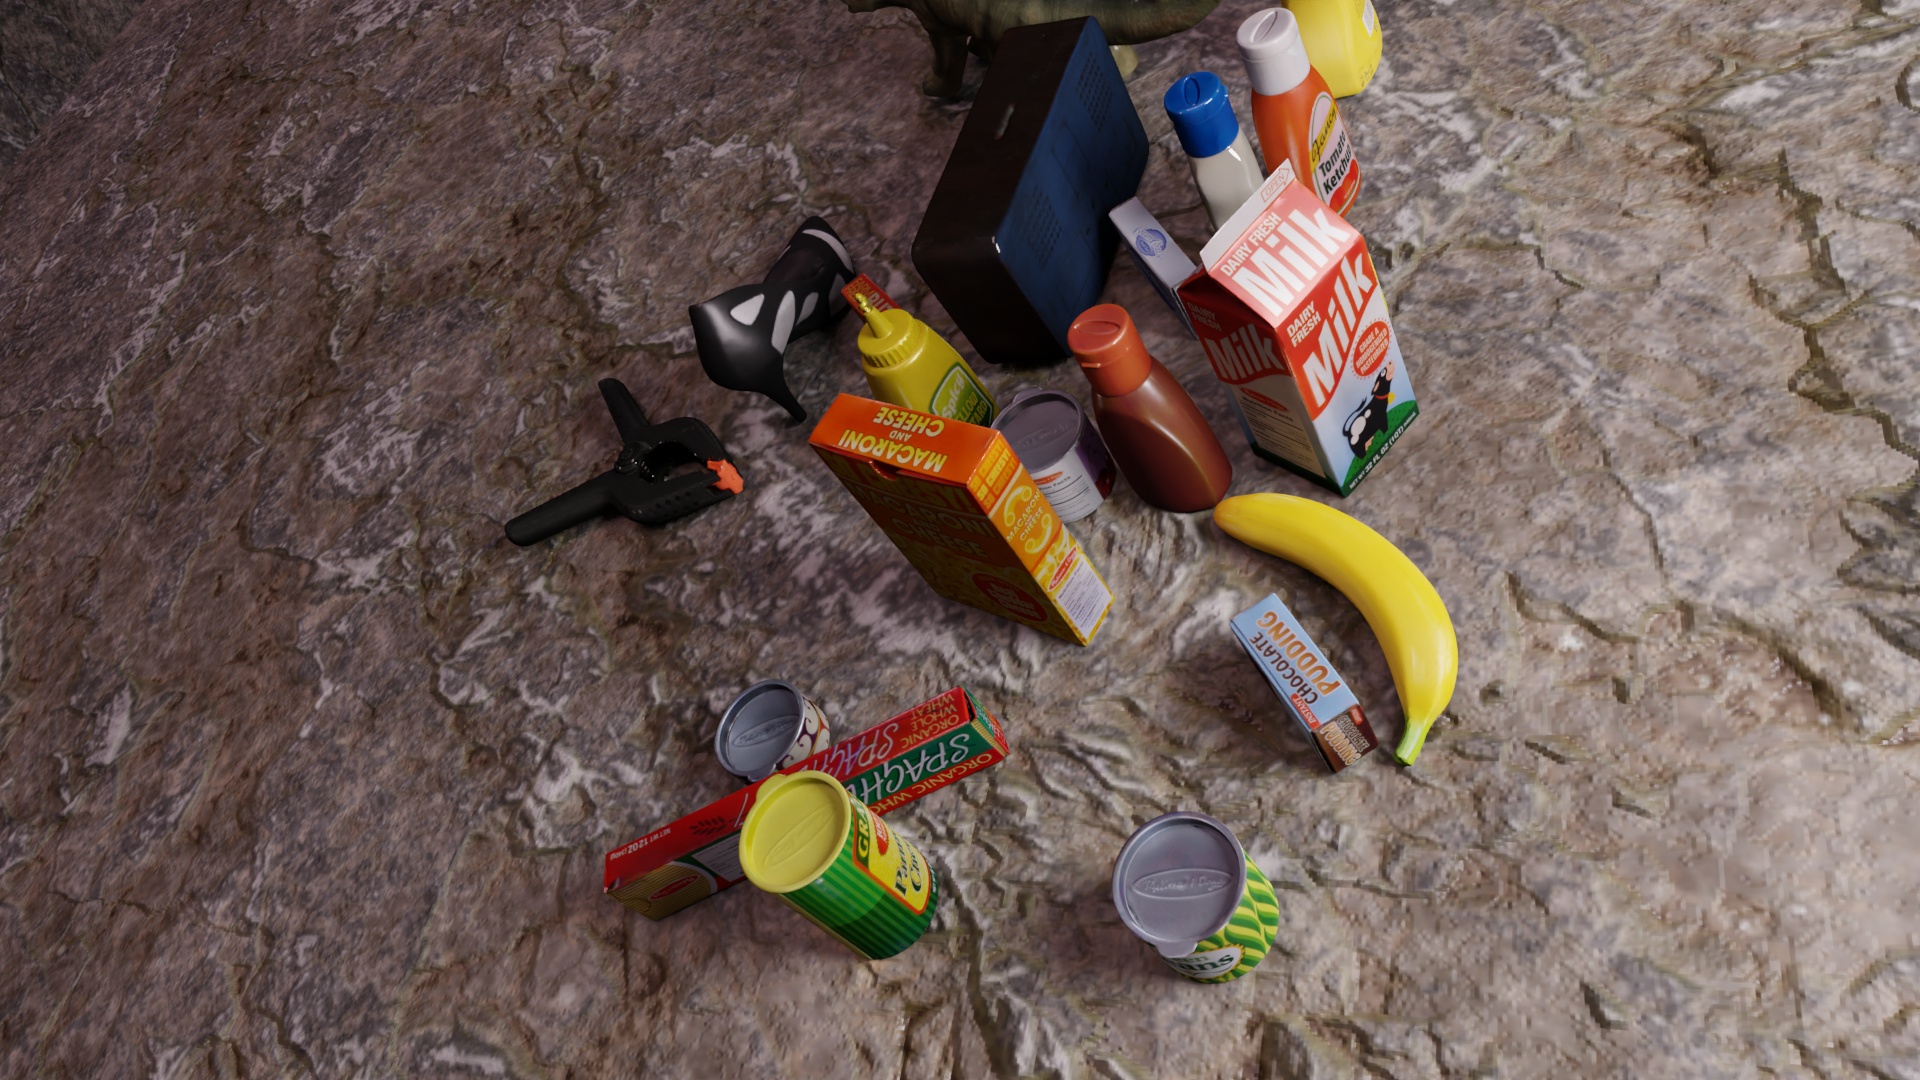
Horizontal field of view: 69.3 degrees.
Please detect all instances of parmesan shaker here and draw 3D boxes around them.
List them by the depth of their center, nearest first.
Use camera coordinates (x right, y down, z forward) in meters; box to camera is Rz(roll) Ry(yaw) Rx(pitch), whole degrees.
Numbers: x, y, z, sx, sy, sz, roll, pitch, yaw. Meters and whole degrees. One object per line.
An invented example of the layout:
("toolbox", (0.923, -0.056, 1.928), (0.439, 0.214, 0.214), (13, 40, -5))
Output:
("parmesan shaker", (-0.064, 0.173, 0.745), (0.071, 0.102, 0.071), (-17, 49, 21))

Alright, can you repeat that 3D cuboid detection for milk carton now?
("milk carton", (0.182, -0.115, 0.757), (0.072, 0.190, 0.073), (-48, 46, -9))

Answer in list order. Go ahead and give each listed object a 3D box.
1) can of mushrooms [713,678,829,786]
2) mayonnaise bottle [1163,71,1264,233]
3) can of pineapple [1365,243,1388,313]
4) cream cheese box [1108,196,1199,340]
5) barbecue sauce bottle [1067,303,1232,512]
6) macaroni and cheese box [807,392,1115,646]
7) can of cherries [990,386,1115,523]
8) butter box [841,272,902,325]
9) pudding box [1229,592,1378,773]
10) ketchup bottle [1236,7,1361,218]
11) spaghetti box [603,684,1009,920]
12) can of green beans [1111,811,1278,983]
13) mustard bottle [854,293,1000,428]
("can of mushrooms", (-0.117, 0.125, 0.865), (0.071, 0.033, 0.071), (-16, 49, 20))
("mayonnaise bottle", (0.170, -0.229, 0.882), (0.041, 0.147, 0.065), (-17, 49, 20))
("can of pineapple", (0.224, -0.151, 0.852), (0.071, 0.057, 0.071), (-17, 49, 20))
("cream cheese box", (0.138, -0.183, 0.933), (0.024, 0.053, 0.104), (-33, 46, 6))
("barbecue sauce bottle", (0.106, -0.074, 0.801), (0.065, 0.148, 0.044), (10, 62, 37))
("macaroni and cheese box", (0.003, -0.010, 0.802), (0.124, 0.166, 0.040), (17, 67, 39))
("can of cherries", (0.058, -0.054, 0.878), (0.071, 0.058, 0.072), (-17, 49, 20))
("butter box", (-0.047, -0.154, 1.024), (0.024, 0.053, 0.104), (-40, 45, -1))
("pudding box", (0.176, 0.072, 0.714), (0.030, 0.049, 0.084), (-34, 46, 5))
("ketchup bottle", (0.214, -0.267, 0.885), (0.043, 0.148, 0.065), (16, 66, 39))
("spaghetti box", (-0.092, 0.156, 0.813), (0.250, 0.050, 0.029), (-27, 47, 11))
("can of green beans", (0.114, 0.173, 0.669), (0.071, 0.057, 0.071), (-17, 49, 20))
("mustard bottle", (-0.027, -0.102, 0.895), (0.049, 0.159, 0.065), (13, 64, 38))
